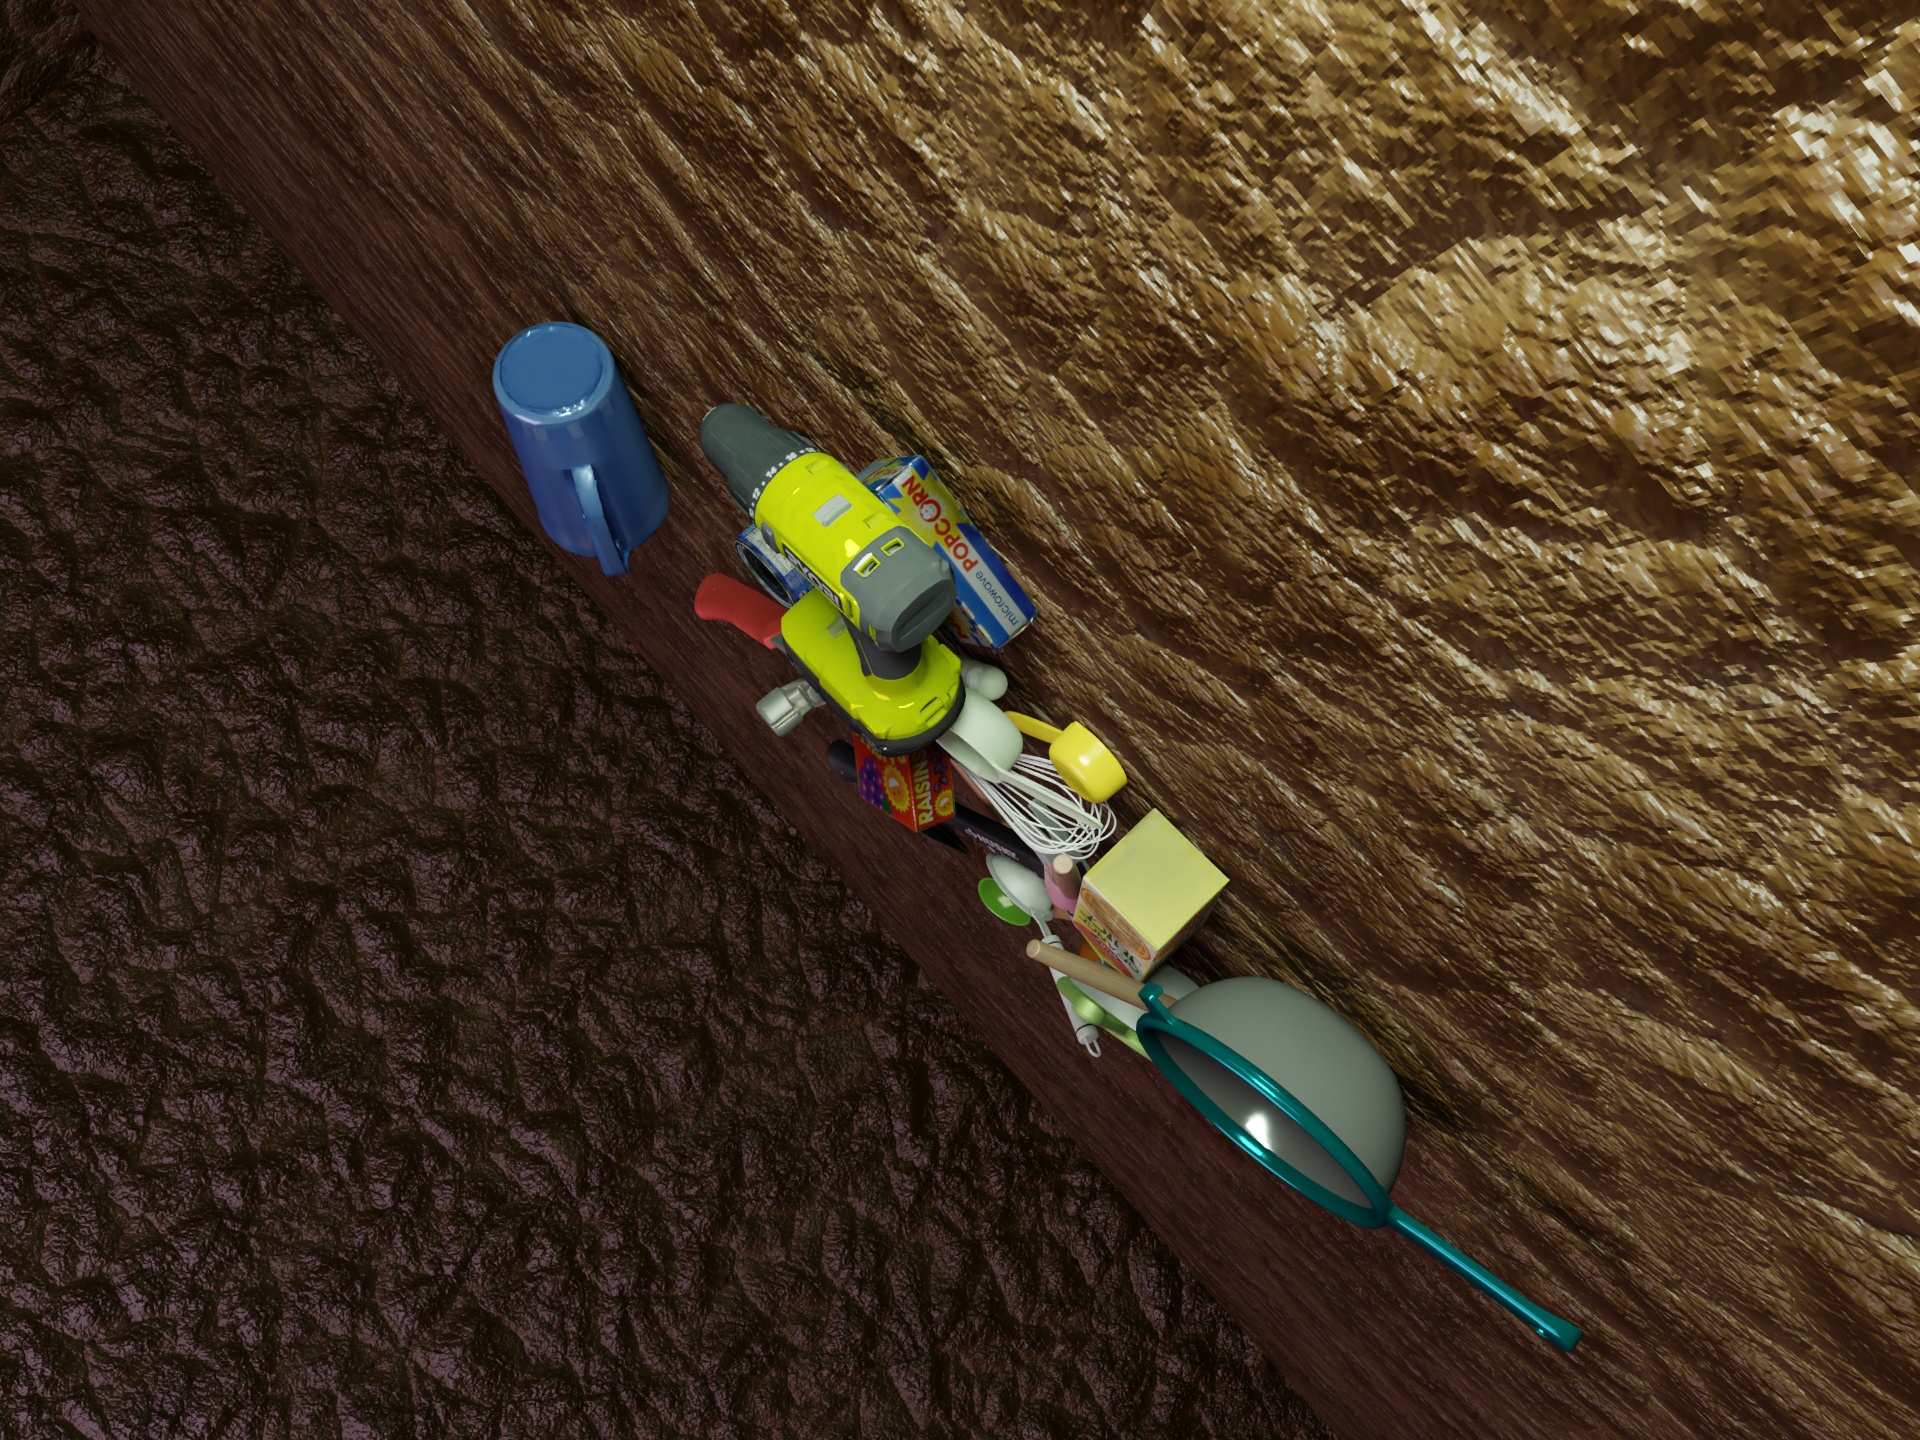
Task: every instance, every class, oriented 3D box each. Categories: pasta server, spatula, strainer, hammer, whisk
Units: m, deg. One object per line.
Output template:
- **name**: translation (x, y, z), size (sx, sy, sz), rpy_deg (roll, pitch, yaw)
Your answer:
- **pasta server**: translation (0.084, 0.116, 1.188), size (0.060, 0.040, 0.316), rpy_deg (9, 170, 8)
- **spatula**: translation (-0.075, 0.046, 1.735), size (0.082, 0.044, 0.317), rpy_deg (37, 159, 43)
- **strainer**: translation (0.142, 0.220, 1.258), size (0.152, 0.069, 0.256), rpy_deg (33, 177, 23)
- **strainer**: translation (0.277, 0.276, 1.070), size (0.341, 0.095, 0.210), rpy_deg (33, 163, 27)
- **spatula**: translation (0.158, 0.216, 1.189), size (0.315, 0.018, 0.060), rpy_deg (28, 173, -38)
- **hammer**: translation (-0.011, 0.082, 1.469), size (0.335, 0.035, 0.146), rpy_deg (24, 153, 42)
- **hammer**: translation (-0.145, -0.083, 1.301), size (0.036, 0.149, 0.359), rpy_deg (55, 170, -25)
- **strainer**: translation (0.083, 0.199, 1.460), size (0.086, 0.050, 0.259), rpy_deg (26, -149, -42)
- **whisk**: translation (-0.032, -0.048, 1.241), size (0.059, 0.058, 0.246), rpy_deg (15, -176, -32)
- **whisk**: translation (0.010, 0.028, 1.230), size (0.285, 0.070, 0.070), rpy_deg (32, 161, 40)

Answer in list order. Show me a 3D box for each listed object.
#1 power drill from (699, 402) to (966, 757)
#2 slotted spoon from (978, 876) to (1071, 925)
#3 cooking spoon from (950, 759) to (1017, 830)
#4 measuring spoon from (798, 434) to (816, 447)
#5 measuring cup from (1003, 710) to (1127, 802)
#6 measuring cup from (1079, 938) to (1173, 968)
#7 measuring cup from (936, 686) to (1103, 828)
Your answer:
- **power drill**: translation (-0.077, -0.086, 0.996), size (0.191, 0.080, 0.228), rpy_deg (44, 166, 22)
- **slotted spoon**: translation (0.082, 0.189, 1.625), size (0.070, 0.031, 0.314), rpy_deg (49, 166, -8)
- **cooking spoon**: translation (-0.021, 0.010, 1.430), size (0.318, 0.017, 0.069), rpy_deg (51, 163, -15)
- **measuring spoon**: translation (-0.080, -0.158, 1.126), size (0.124, 0.018, 0.034), rpy_deg (45, 170, -21)
- **measuring cup**: translation (0.063, 0.021, 1.141), size (0.062, 0.029, 0.157), rpy_deg (54, 165, -27)
- **measuring cup**: translation (0.148, 0.210, 1.391), size (0.095, 0.052, 0.173), rpy_deg (45, 170, 12)
- **measuring cup**: translation (0.043, 0.026, 1.117), size (0.168, 0.038, 0.083), rpy_deg (29, 164, 33)
